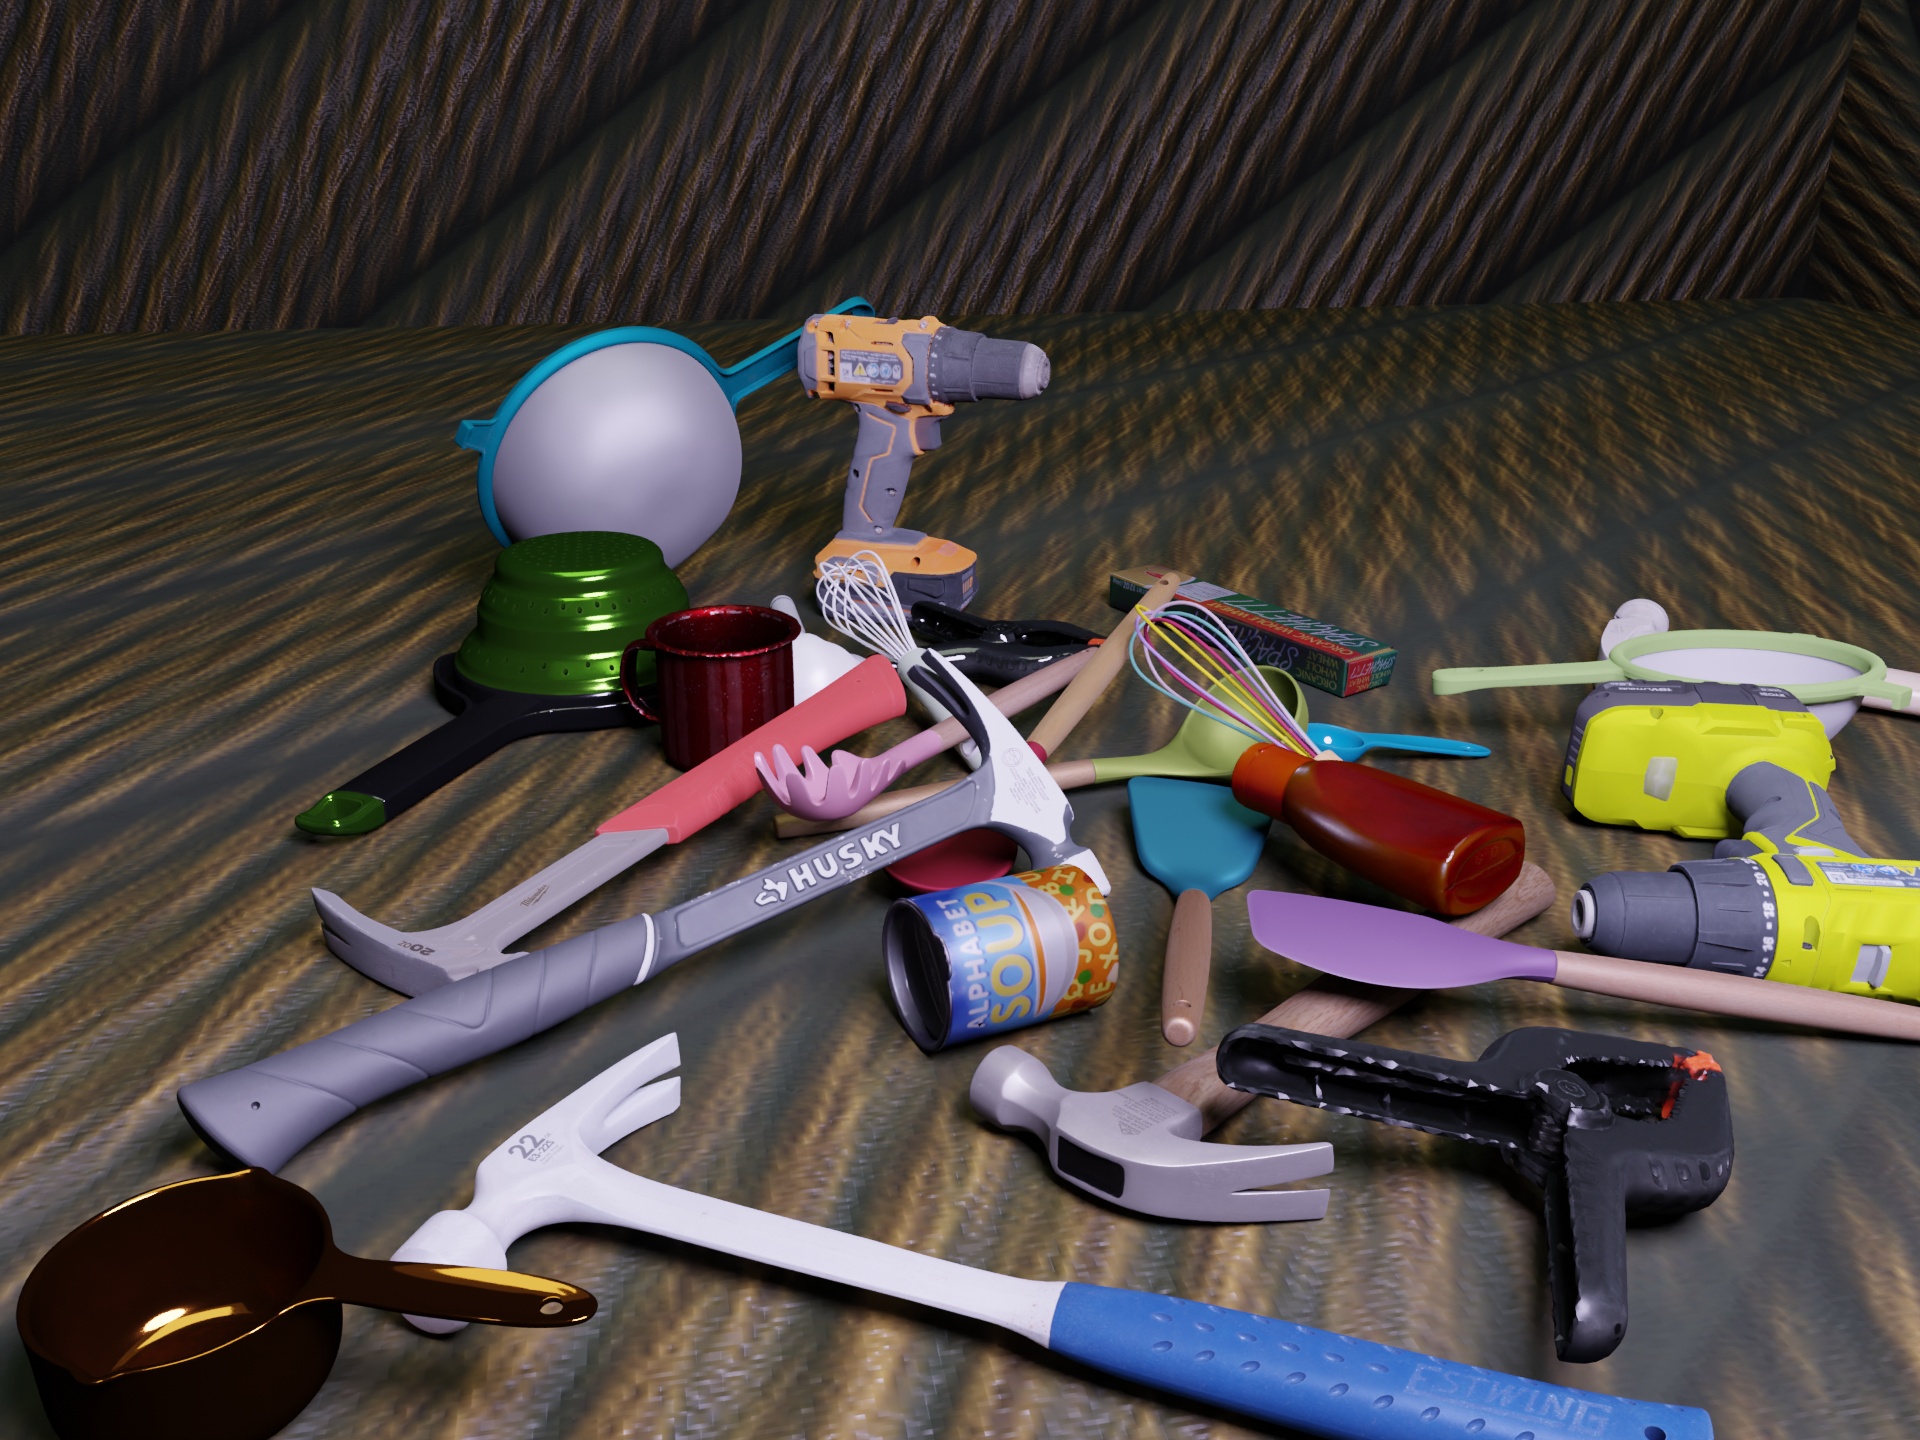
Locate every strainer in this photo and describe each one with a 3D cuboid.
[{"bbox_3d":[0.419,-0.006,0.968,0.256,0.069,0.151,-2,15,7],"label":"strainer"},{"bbox_3d":[-0.117,-0.053,1.114,0.087,0.050,0.259,-18,21,-6],"label":"strainer"},{"bbox_3d":[-0.188,-0.210,1.189,0.340,0.210,0.095,-34,56,-13],"label":"strainer"}]

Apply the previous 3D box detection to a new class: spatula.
[{"bbox_3d":[0.106,0.081,0.733,0.082,0.044,0.317,9,10,8],"label":"spatula"},{"bbox_3d":[0.280,0.112,0.685,0.316,0.018,0.060,9,28,-2],"label":"spatula"}]

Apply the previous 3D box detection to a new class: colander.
[{"bbox_3d":[-0.281,-0.044,1.008,0.204,0.094,0.397,7,23,17],"label":"colander"}]

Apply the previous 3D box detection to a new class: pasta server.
[{"bbox_3d":[-0.001,-0.003,0.914,0.060,0.040,0.316,8,21,34],"label":"pasta server"}]

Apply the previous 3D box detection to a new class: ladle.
[{"bbox_3d":[0.050,0.023,0.905,0.320,0.062,0.078,-9,33,-16],"label":"ladle"},{"bbox_3d":[0.053,0.001,0.889,0.069,0.031,0.315,22,46,22],"label":"ladle"}]

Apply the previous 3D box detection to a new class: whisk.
[{"bbox_3d":[-0.033,-0.040,1.028,0.059,0.058,0.247,28,16,-42],"label":"whisk"},{"bbox_3d":[0.176,0.011,0.864,0.051,0.047,0.245,-38,59,-10],"label":"whisk"}]

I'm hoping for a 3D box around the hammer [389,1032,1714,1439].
[{"bbox_3d":[0.024,0.188,0.523,0.405,0.035,0.144,8,24,18],"label":"hammer"}]

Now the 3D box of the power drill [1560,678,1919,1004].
[{"bbox_3d":[0.383,0.060,0.795,0.190,0.080,0.229,3,25,3],"label":"power drill"}]

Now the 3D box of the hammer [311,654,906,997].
[{"bbox_3d":[-0.153,0.043,0.844,0.149,0.036,0.359,14,31,30],"label":"hammer"}]

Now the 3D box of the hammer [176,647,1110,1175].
[{"bbox_3d":[-0.123,0.087,0.695,0.409,0.149,0.036,-21,-13,-31],"label":"hammer"}]

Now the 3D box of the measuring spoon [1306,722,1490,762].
[{"bbox_3d":[0.264,0.021,0.972,0.128,0.021,0.042,5,20,-14],"label":"measuring spoon"}]

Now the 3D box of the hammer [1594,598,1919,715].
[{"bbox_3d":[0.629,-0.011,1.025,0.411,0.038,0.146,12,26,26],"label":"hammer"}]

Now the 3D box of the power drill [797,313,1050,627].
[{"bbox_3d":[-0.027,-0.187,1.190,0.185,0.226,0.084,8,23,17],"label":"power drill"}]

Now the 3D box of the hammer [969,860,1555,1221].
[{"bbox_3d":[0.166,0.124,0.689,0.331,0.031,0.130,-19,29,-40],"label":"hammer"}]

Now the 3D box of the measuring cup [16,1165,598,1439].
[{"bbox_3d":[-0.196,0.192,0.491,0.173,0.052,0.095,4,22,3],"label":"measuring cup"}]
